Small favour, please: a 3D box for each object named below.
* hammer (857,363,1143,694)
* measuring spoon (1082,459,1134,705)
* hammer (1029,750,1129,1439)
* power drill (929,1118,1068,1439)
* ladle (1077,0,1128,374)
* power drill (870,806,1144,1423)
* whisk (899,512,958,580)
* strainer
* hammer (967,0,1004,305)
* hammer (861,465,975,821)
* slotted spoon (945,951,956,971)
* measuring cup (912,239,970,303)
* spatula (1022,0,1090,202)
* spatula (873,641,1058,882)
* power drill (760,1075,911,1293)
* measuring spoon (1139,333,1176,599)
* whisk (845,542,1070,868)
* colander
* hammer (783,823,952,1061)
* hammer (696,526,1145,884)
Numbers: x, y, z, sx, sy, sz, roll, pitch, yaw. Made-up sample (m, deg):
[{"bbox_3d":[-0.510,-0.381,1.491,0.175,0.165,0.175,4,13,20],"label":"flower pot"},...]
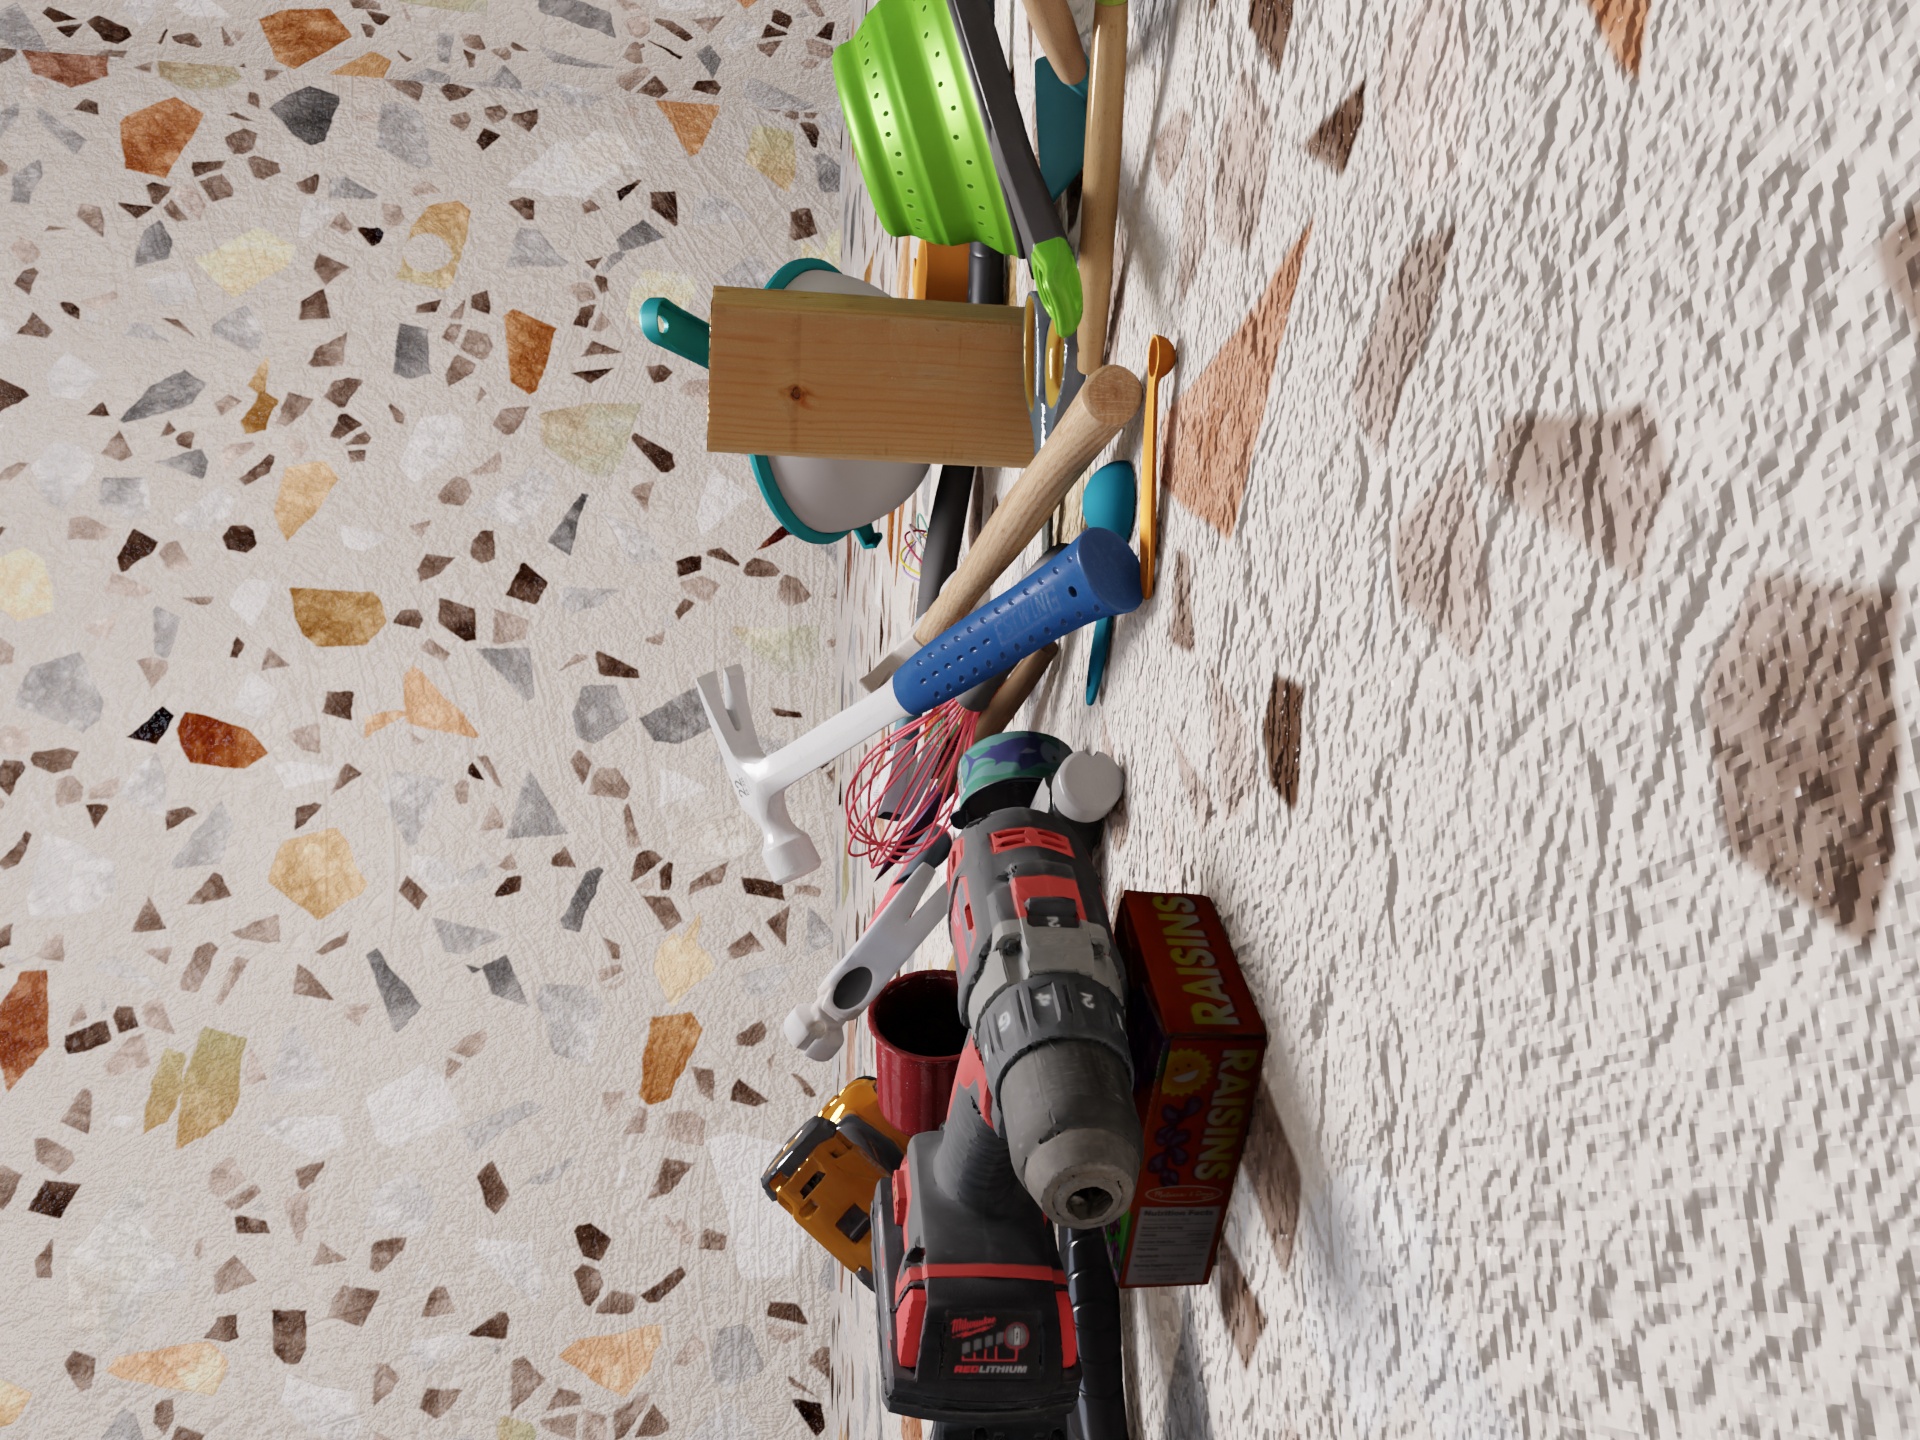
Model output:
[{"bbox_3d":[0.018,-0.093,0.877,0.130,0.031,0.331,-52,2,-27],"label":"hammer"},{"bbox_3d":[0.065,-0.066,0.787,0.042,0.021,0.128,-105,20,-64],"label":"measuring spoon"},{"bbox_3d":[0.056,0.194,0.764,0.146,0.035,0.335,112,158,-66],"label":"hammer"},{"bbox_3d":[0.019,0.311,0.875,0.220,0.078,0.143,-93,9,-50],"label":"power drill"},{"bbox_3d":[0.079,-0.299,0.719,0.078,0.062,0.319,-96,4,-46],"label":"ladle"},{"bbox_3d":[0.020,0.170,0.608,0.188,0.080,0.226,-101,18,-59],"label":"power drill"},{"bbox_3d":[-0.011,-0.119,1.295,0.245,0.047,0.051,-117,31,-65],"label":"whisk"},{"bbox_3d":[-0.094,-0.239,1.118,0.340,0.095,0.211,8,-94,-67],"label":"strainer"},{"bbox_3d":[0.018,-0.405,1.155,0.149,0.036,0.409,163,108,-83],"label":"hammer"},{"bbox_3d":[-0.022,-0.088,1.190,0.128,0.033,0.331,176,106,-78],"label":"hammer"},{"bbox_3d":[0.001,0.181,1.192,0.313,0.031,0.070,103,167,-63],"label":"slotted spoon"},{"bbox_3d":[-0.011,-0.355,1.295,0.174,0.052,0.095,-101,15,-65],"label":"measuring cup"},{"bbox_3d":[0.041,-0.319,0.772,0.317,0.044,0.082,-42,-52,-77],"label":"spatula"},{"bbox_3d":[0.001,0.030,1.049,0.060,0.018,0.315,-46,-5,-34],"label":"spatula"},{"bbox_3d":[-0.039,0.332,1.076,0.084,0.185,0.226,-49,-4,-2],"label":"power drill"},{"bbox_3d":[0.087,-0.110,0.700,0.021,0.011,0.117,-111,21,-72],"label":"measuring spoon"},{"bbox_3d":[-0.002,-0.003,0.950,0.295,0.073,0.073,124,151,-43],"label":"whisk"},{"bbox_3d":[-0.007,-0.296,0.858,0.398,0.094,0.204,-99,-9,-51],"label":"colander"},{"bbox_3d":[-0.034,0.120,1.155,0.143,0.038,0.386,-51,1,11],"label":"hammer"},{"bbox_3d":[-0.038,-0.017,0.882,0.405,0.035,0.144,-29,85,54],"label":"hammer"}]
